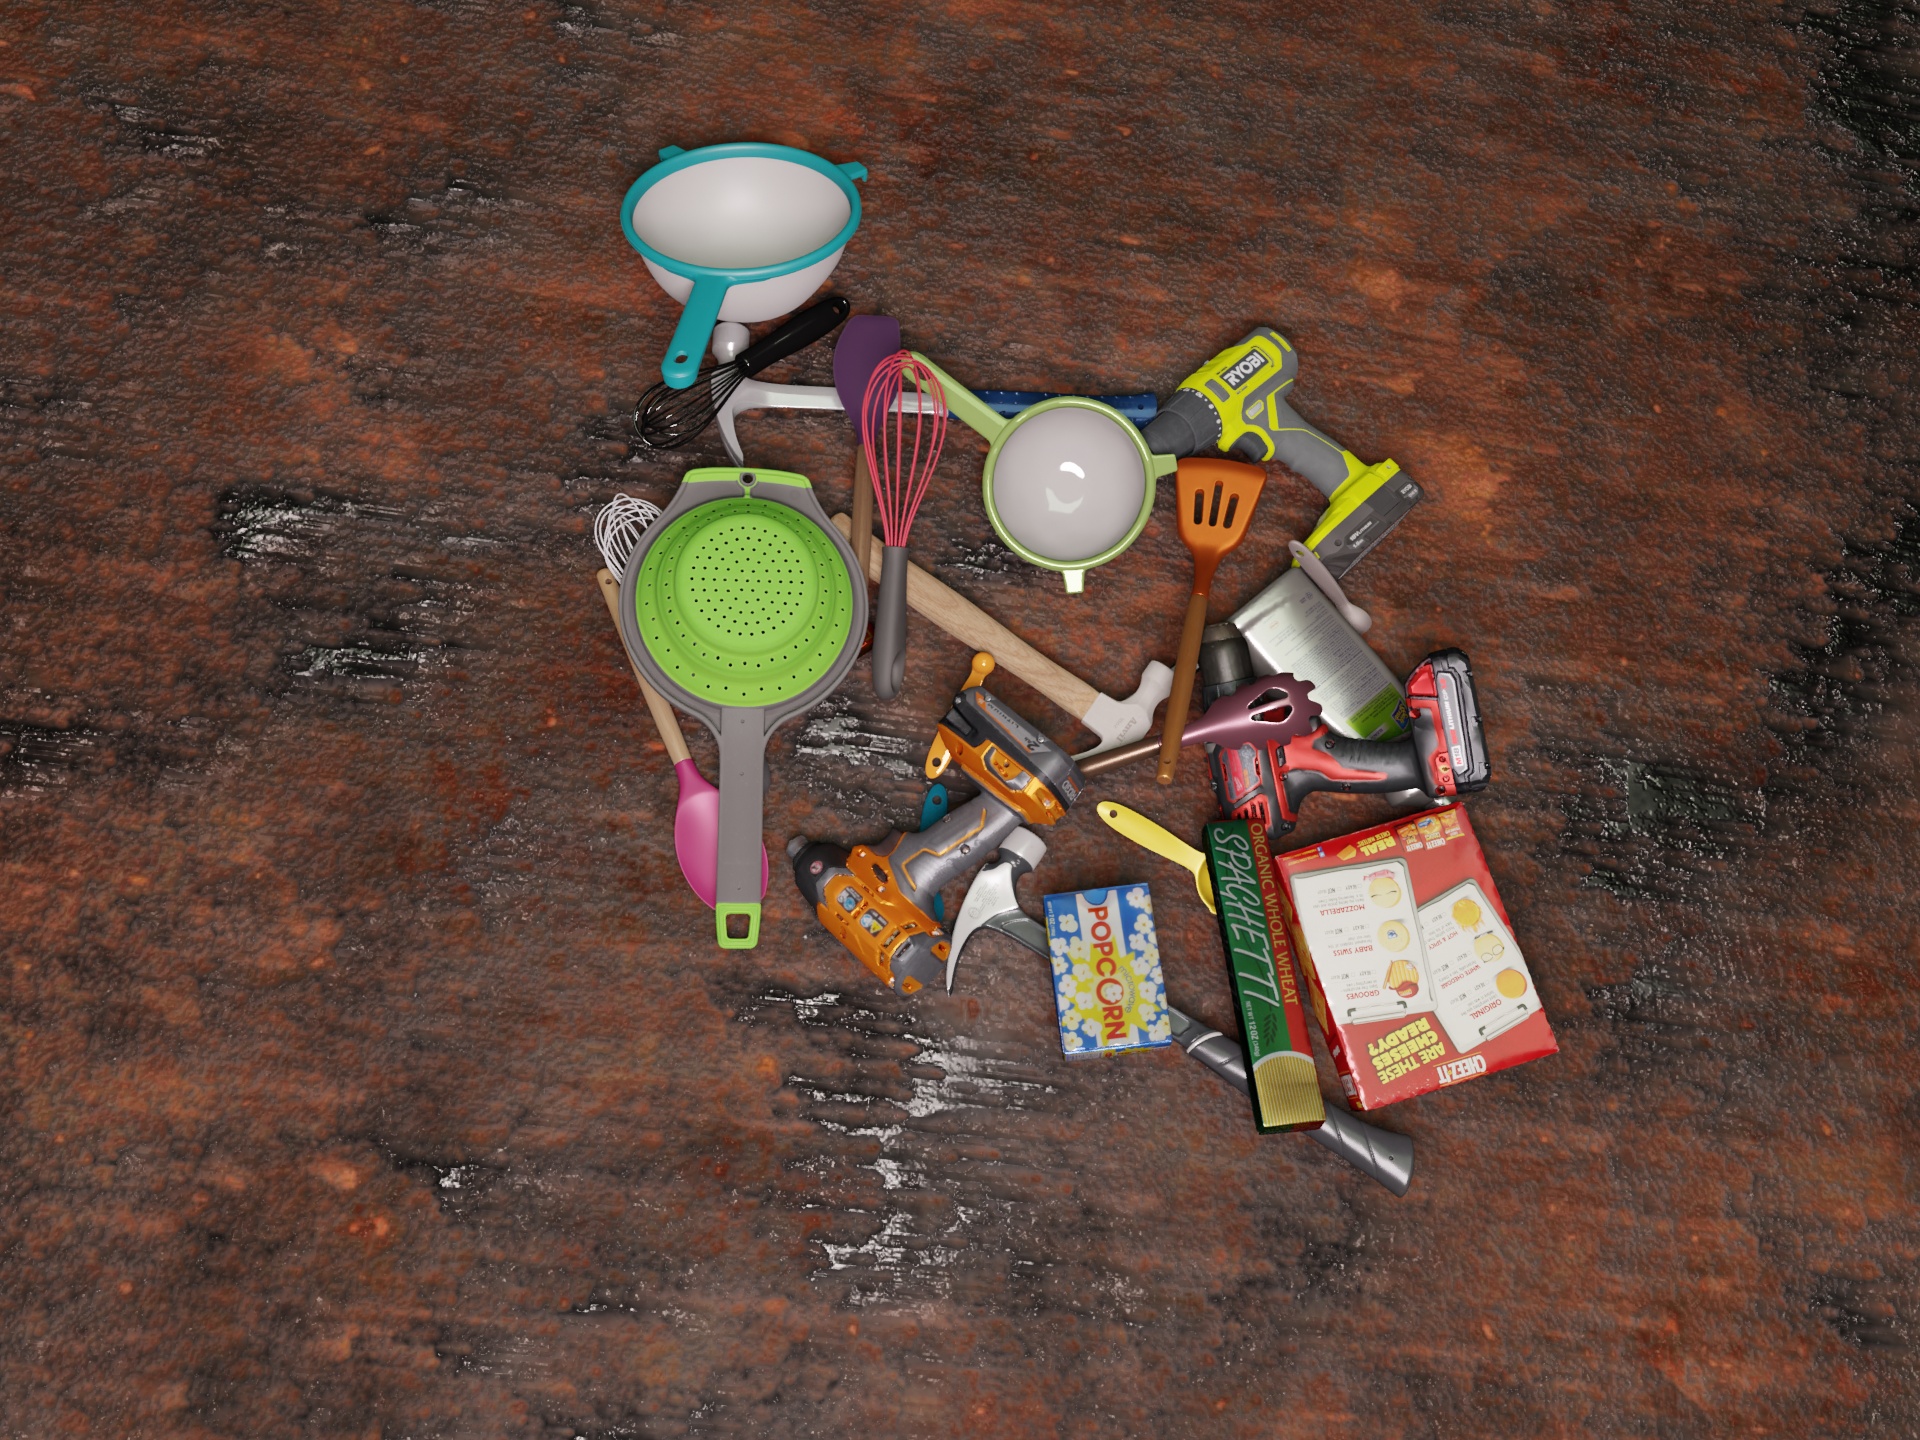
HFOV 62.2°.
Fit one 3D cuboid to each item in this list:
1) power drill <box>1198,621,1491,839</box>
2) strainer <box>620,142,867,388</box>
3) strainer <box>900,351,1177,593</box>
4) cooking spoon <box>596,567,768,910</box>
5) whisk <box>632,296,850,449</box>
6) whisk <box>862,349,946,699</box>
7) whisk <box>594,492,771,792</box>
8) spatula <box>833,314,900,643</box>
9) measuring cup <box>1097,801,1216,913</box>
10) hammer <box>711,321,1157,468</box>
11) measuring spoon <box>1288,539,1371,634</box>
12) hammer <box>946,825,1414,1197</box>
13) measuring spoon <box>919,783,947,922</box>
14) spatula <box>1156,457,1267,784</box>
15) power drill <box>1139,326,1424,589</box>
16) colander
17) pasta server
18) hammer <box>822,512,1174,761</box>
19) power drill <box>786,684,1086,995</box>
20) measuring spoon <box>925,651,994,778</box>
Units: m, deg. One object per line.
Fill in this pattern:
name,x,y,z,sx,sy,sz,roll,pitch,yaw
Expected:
power drill,0.310,-0.005,1.317,0.227,0.080,0.188,-12,89,18
strainer,-0.202,-0.375,1.389,0.211,0.095,0.341,7,51,4
strainer,0.053,-0.241,1.409,0.256,0.069,0.151,37,97,-1
cooking spoon,-0.240,0.012,1.322,0.069,0.017,0.319,-22,76,-11
whisk,-0.186,-0.307,1.388,0.239,0.055,0.055,-38,80,-23
whisk,-0.053,-0.165,1.342,0.073,0.073,0.296,4,90,-6
whisk,-0.228,-0.065,1.331,0.070,0.070,0.285,-26,81,-15
spatula,-0.086,-0.215,1.384,0.060,0.018,0.316,2,72,-2
measuring cup,0.186,0.109,1.342,0.156,0.029,0.062,30,99,17
hammer,-0.023,-0.282,1.444,0.405,0.035,0.144,2,71,-7
measuring spoon,0.322,-0.114,1.403,0.124,0.034,0.018,44,63,-30
hammer,0.173,0.248,1.256,0.409,0.036,0.149,31,72,14
measuring spoon,-0.027,0.112,1.313,0.042,0.021,0.129,10,72,-4
spatula,0.194,-0.088,1.318,0.081,0.041,0.323,9,56,9
power drill,0.284,-0.231,1.440,0.190,0.080,0.228,-40,80,-24
colander,-0.171,-0.020,1.259,0.204,0.094,0.397,1,81,-9
pasta server,0.139,0.029,1.304,0.316,0.040,0.060,-19,79,13
hammer,0.017,-0.074,1.369,0.331,0.031,0.130,35,85,9
power drill,-0.028,0.085,1.272,0.164,0.084,0.226,38,83,27
measuring spoon,-0.002,-0.004,1.341,0.021,0.011,0.117,26,92,12
